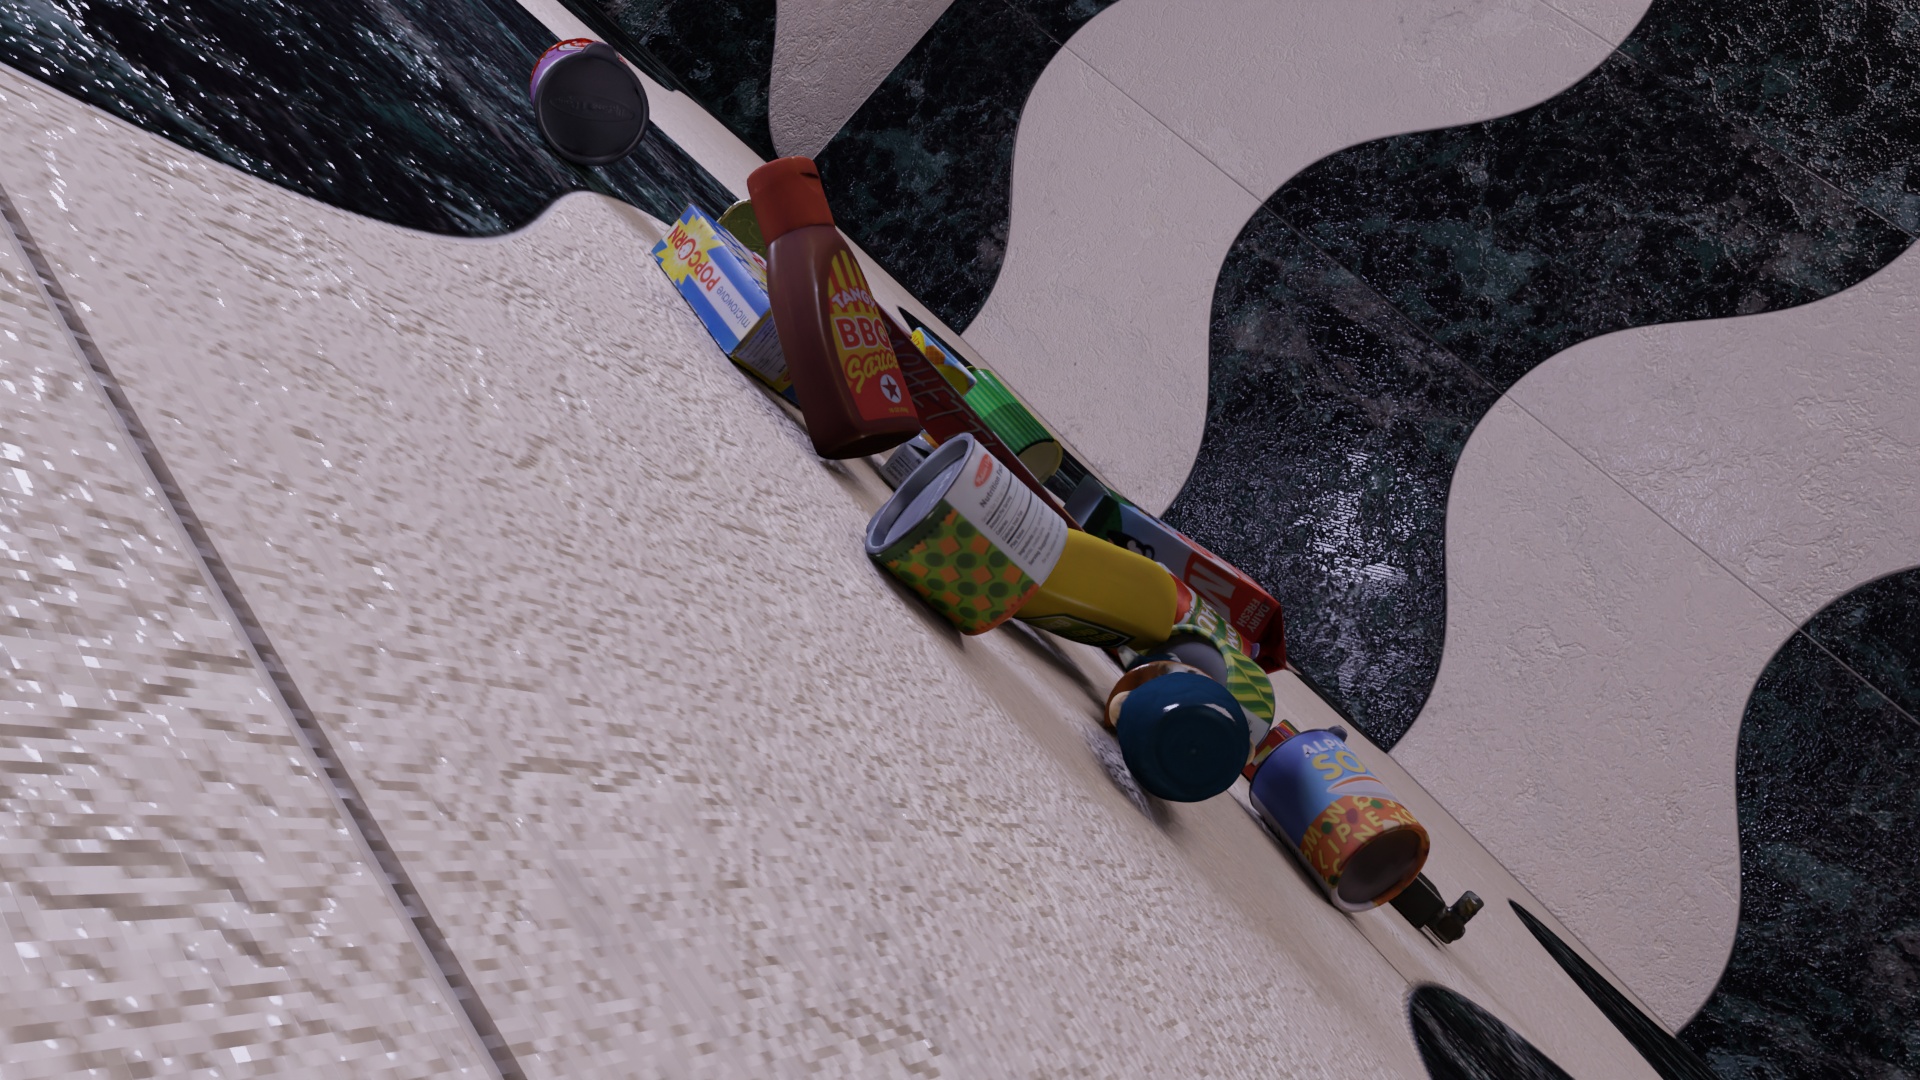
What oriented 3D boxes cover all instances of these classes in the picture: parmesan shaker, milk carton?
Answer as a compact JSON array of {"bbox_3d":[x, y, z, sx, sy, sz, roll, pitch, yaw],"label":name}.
[{"bbox_3d":[0.032,-0.095,1.203,0.103,0.071,0.071,49,10,33],"label":"parmesan shaker"},{"bbox_3d":[0.152,0.038,0.973,0.190,0.073,0.072,31,8,-12],"label":"milk carton"}]

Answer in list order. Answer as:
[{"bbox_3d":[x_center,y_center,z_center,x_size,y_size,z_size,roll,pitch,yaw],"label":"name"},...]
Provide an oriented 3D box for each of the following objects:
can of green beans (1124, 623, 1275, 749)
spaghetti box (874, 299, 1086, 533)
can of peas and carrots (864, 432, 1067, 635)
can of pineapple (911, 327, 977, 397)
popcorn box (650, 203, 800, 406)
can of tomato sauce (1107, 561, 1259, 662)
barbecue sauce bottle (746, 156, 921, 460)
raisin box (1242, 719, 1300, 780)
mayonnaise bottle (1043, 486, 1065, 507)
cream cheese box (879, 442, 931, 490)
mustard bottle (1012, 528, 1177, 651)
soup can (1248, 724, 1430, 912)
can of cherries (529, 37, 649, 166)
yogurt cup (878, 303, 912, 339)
[{"bbox_3d":[0.131,0.085,0.764,0.057,0.071,0.071,34,12,-49],"label":"can of green beans"},{"bbox_3d":[-0.010,-0.073,0.784,0.250,0.028,0.050,47,3,-5],"label":"spaghetti box"},{"bbox_3d":[0.001,-0.001,0.589,0.058,0.071,0.071,42,8,-16],"label":"can of peas and carrots"},{"bbox_3d":[-0.030,-0.129,1.110,0.071,0.058,0.071,42,8,-7],"label":"can of pineapple"},{"bbox_3d":[-0.111,-0.125,0.770,0.085,0.038,0.127,33,13,-47],"label":"popcorn box"},{"bbox_3d":[0.137,0.063,0.894,0.083,0.071,0.071,41,8,-11],"label":"can of tomato sauce"},{"bbox_3d":[-0.068,-0.116,0.691,0.065,0.043,0.148,-9,79,-59],"label":"barbecue sauce bottle"},{"bbox_3d":[0.238,0.168,0.955,0.086,0.040,0.123,46,9,15],"label":"raisin box"},{"bbox_3d":[0.058,-0.016,1.024,0.148,0.041,0.065,35,14,-42],"label":"mayonnaise bottle"},{"bbox_3d":[0.003,-0.010,0.777,0.104,0.024,0.053,45,9,13],"label":"cream cheese box"},{"bbox_3d":[0.041,0.018,0.700,0.160,0.049,0.065,21,-19,-40],"label":"mustard bottle"},{"bbox_3d":[0.216,0.156,0.790,0.071,0.071,0.084,37,10,-39],"label":"soup can"},{"bbox_3d":[-0.224,-0.268,0.840,0.071,0.071,0.058,39,9,-32],"label":"can of cherries"},{"bbox_3d":[-0.073,-0.148,1.019,0.072,0.054,0.072,42,7,-6],"label":"yogurt cup"}]
